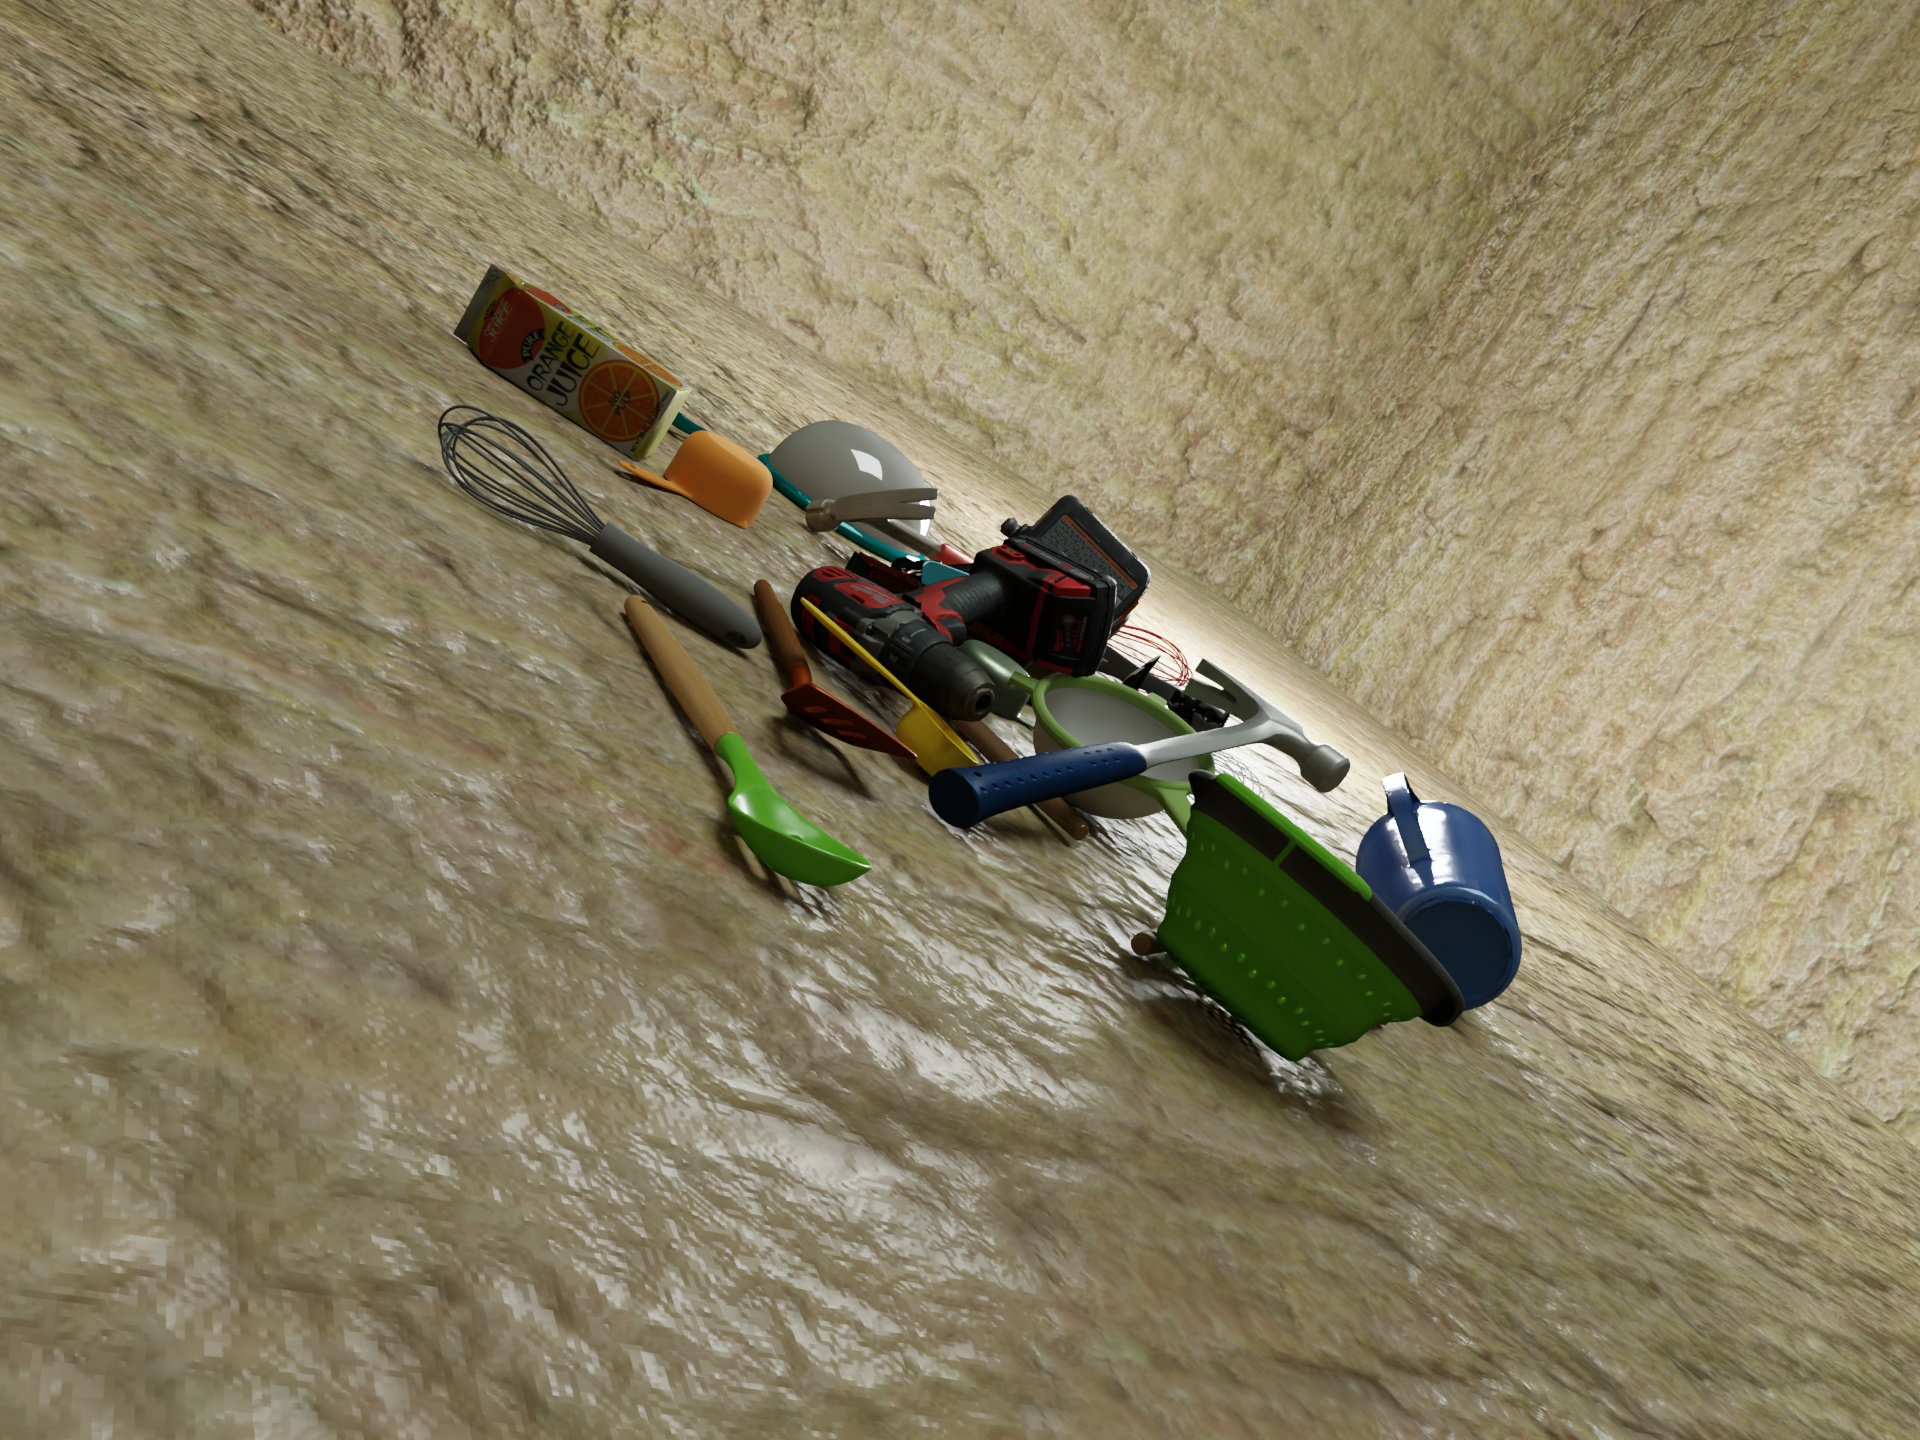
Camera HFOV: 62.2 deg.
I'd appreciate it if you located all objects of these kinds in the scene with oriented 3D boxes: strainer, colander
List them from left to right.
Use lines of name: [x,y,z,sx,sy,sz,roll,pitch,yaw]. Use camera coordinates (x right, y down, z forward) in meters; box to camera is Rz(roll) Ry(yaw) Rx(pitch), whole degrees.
strainer: [-0.148,-0.277,1.661,0.340,0.095,0.211,23,16,-44]
strainer: [0.132,0.062,1.170,0.151,0.069,0.257,8,33,-32]
colander: [0.211,0.161,0.994,0.205,0.094,0.396,41,-3,31]

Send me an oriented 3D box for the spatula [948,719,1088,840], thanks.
spatula: [-0.002,-0.004,1.189,0.059,0.018,0.316,20,18,-45]

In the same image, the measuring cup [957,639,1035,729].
measuring cup: [0.064,-0.014,1.340,0.167,0.038,0.083,31,13,-4]

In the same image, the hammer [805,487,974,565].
hammer: [0.004,-0.162,1.638,0.149,0.037,0.358,0,-13,33]

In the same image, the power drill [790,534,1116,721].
power drill: [0.013,-0.064,1.160,0.226,0.080,0.188,-12,34,-41]

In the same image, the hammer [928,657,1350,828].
hammer: [0.122,0.022,1.114,0.144,0.035,0.405,41,30,29]

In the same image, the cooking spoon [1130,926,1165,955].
cooking spoon: [0.176,0.141,1.092,0.069,0.017,0.318,50,17,20]

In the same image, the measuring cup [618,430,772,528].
measuring cup: [-0.223,-0.215,1.339,0.095,0.052,0.173,39,12,21]

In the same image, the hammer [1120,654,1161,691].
hammer: [0.246,0.092,1.297,0.337,0.127,0.034,43,55,18]

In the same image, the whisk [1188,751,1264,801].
whisk: [0.181,0.020,1.482,0.070,0.070,0.285,23,12,-41]

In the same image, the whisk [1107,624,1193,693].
whisk: [0.138,-0.108,1.851,0.296,0.073,0.073,27,13,-2]

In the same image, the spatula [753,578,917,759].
spatula: [-0.103,-0.045,1.038,0.081,0.041,0.323,35,10,-25]

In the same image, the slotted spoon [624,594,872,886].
slotted spoon: [-0.128,0.002,0.835,0.070,0.031,0.314,24,14,-37]

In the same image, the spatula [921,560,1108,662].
spatula: [0.075,-0.076,1.507,0.317,0.044,0.082,19,64,-52]

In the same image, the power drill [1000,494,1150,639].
power drill: [0.104,-0.151,1.564,0.164,0.084,0.226,45,-2,2]

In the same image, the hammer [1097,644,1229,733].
hammer: [0.217,-0.015,1.615,0.149,0.036,0.408,30,2,15]

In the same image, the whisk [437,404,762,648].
whisk: [-0.224,-0.117,0.998,0.239,0.055,0.055,35,12,-14]

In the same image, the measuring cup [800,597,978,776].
measuring cup: [-0.053,-0.017,1.025,0.156,0.029,0.062,43,5,-8]
